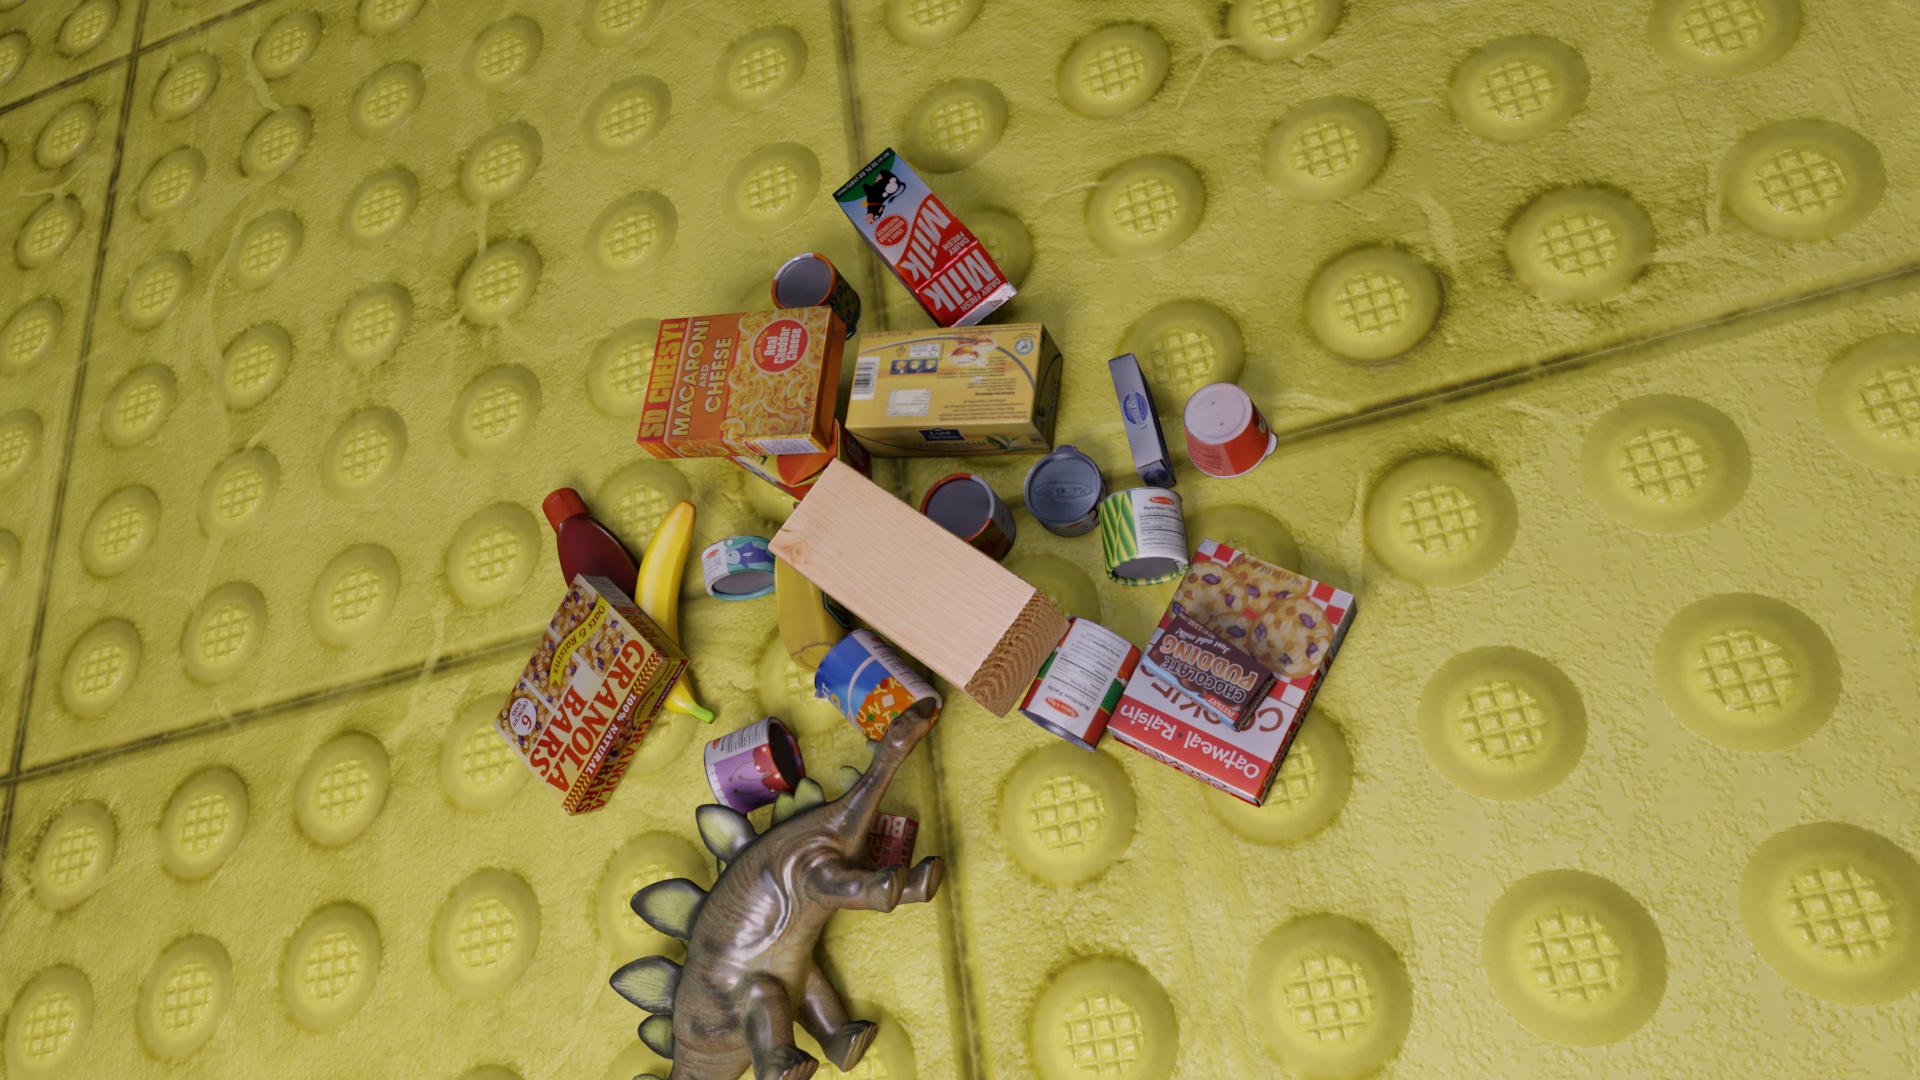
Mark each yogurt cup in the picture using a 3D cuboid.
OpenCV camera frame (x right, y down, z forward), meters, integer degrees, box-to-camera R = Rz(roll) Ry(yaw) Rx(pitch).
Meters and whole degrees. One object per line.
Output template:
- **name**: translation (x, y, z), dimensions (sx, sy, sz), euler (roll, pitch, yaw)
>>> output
- **yogurt cup**: translation (0.209, -0.090, 1.104), dimensions (0.072, 0.054, 0.072), euler (-8, 66, 18)

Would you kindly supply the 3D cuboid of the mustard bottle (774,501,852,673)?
- **mustard bottle**: translation (-0.128, 0.031, 1.175), dimensions (0.049, 0.065, 0.161), euler (-21, 59, 15)

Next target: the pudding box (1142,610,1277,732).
- **pudding box**: translation (0.179, 0.095, 1.004), dimensions (0.084, 0.030, 0.050), euler (35, 84, 29)

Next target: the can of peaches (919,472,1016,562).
- **can of peaches**: translation (0.004, -0.014, 1.146), dimensions (0.071, 0.058, 0.071), euler (-7, 66, 17)

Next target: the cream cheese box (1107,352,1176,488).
- **cream cheese box**: translation (0.148, -0.096, 1.129), dimensions (0.024, 0.053, 0.104), euler (-19, 63, 15)

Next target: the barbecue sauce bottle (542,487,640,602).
- **barbecue sauce bottle**: translation (-0.338, 0.013, 1.271), dimensions (0.065, 0.043, 0.149), euler (-34, 60, -6)

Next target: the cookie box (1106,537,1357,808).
- **cookie box**: translation (0.202, 0.097, 1.036), dimensions (0.123, 0.040, 0.168), euler (23, 77, 27)

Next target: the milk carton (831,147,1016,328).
- **milk carton**: translation (-0.029, -0.261, 1.254), dimensions (0.072, 0.073, 0.191), euler (-38, 61, 2)

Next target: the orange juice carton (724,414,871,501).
- **orange juice carton**: translation (-0.153, -0.085, 1.227), dimensions (0.193, 0.071, 0.073), euler (29, 82, 28)

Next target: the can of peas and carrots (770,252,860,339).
- **can of peas and carrots**: translation (-0.133, -0.222, 1.285), dimensions (0.071, 0.058, 0.071), euler (-8, 66, 18)

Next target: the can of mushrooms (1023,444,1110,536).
- **can of mushrooms**: translation (0.088, -0.040, 1.140), dimensions (0.071, 0.033, 0.071), euler (-8, 66, 18)

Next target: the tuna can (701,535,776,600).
- **tuna can**: translation (-0.186, 0.025, 1.199), dimensions (0.071, 0.071, 0.033), euler (-18, 65, 13)

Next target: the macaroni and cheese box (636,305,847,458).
- **macaroni and cheese box**: translation (-0.187, -0.134, 1.195), dimensions (0.166, 0.040, 0.124), euler (-1, 68, 20)

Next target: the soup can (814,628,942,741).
- **soup can**: translation (-0.067, 0.124, 1.111), dimensions (0.071, 0.071, 0.084), euler (-48, 61, -3)

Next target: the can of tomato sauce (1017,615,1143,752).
- **can of tomato sauce**: translation (0.092, 0.109, 1.059), dimensions (0.071, 0.071, 0.083), euler (24, 78, 27)

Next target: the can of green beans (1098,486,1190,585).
- **can of green beans**: translation (0.143, -0.002, 1.084), dimensions (0.071, 0.071, 0.058), euler (-11, 66, 16)

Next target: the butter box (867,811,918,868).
- **butter box**: translation (-0.088, 0.237, 1.094), dimensions (0.103, 0.024, 0.053), euler (6, 71, 23)

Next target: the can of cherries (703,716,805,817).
- **can of cherries**: translation (-0.165, 0.185, 1.124), dimensions (0.058, 0.071, 0.072), euler (-23, 62, 9)

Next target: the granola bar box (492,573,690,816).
- **granola bar box**: translation (-0.317, 0.131, 1.187), dimensions (0.124, 0.039, 0.165), euler (39, 105, 27)
